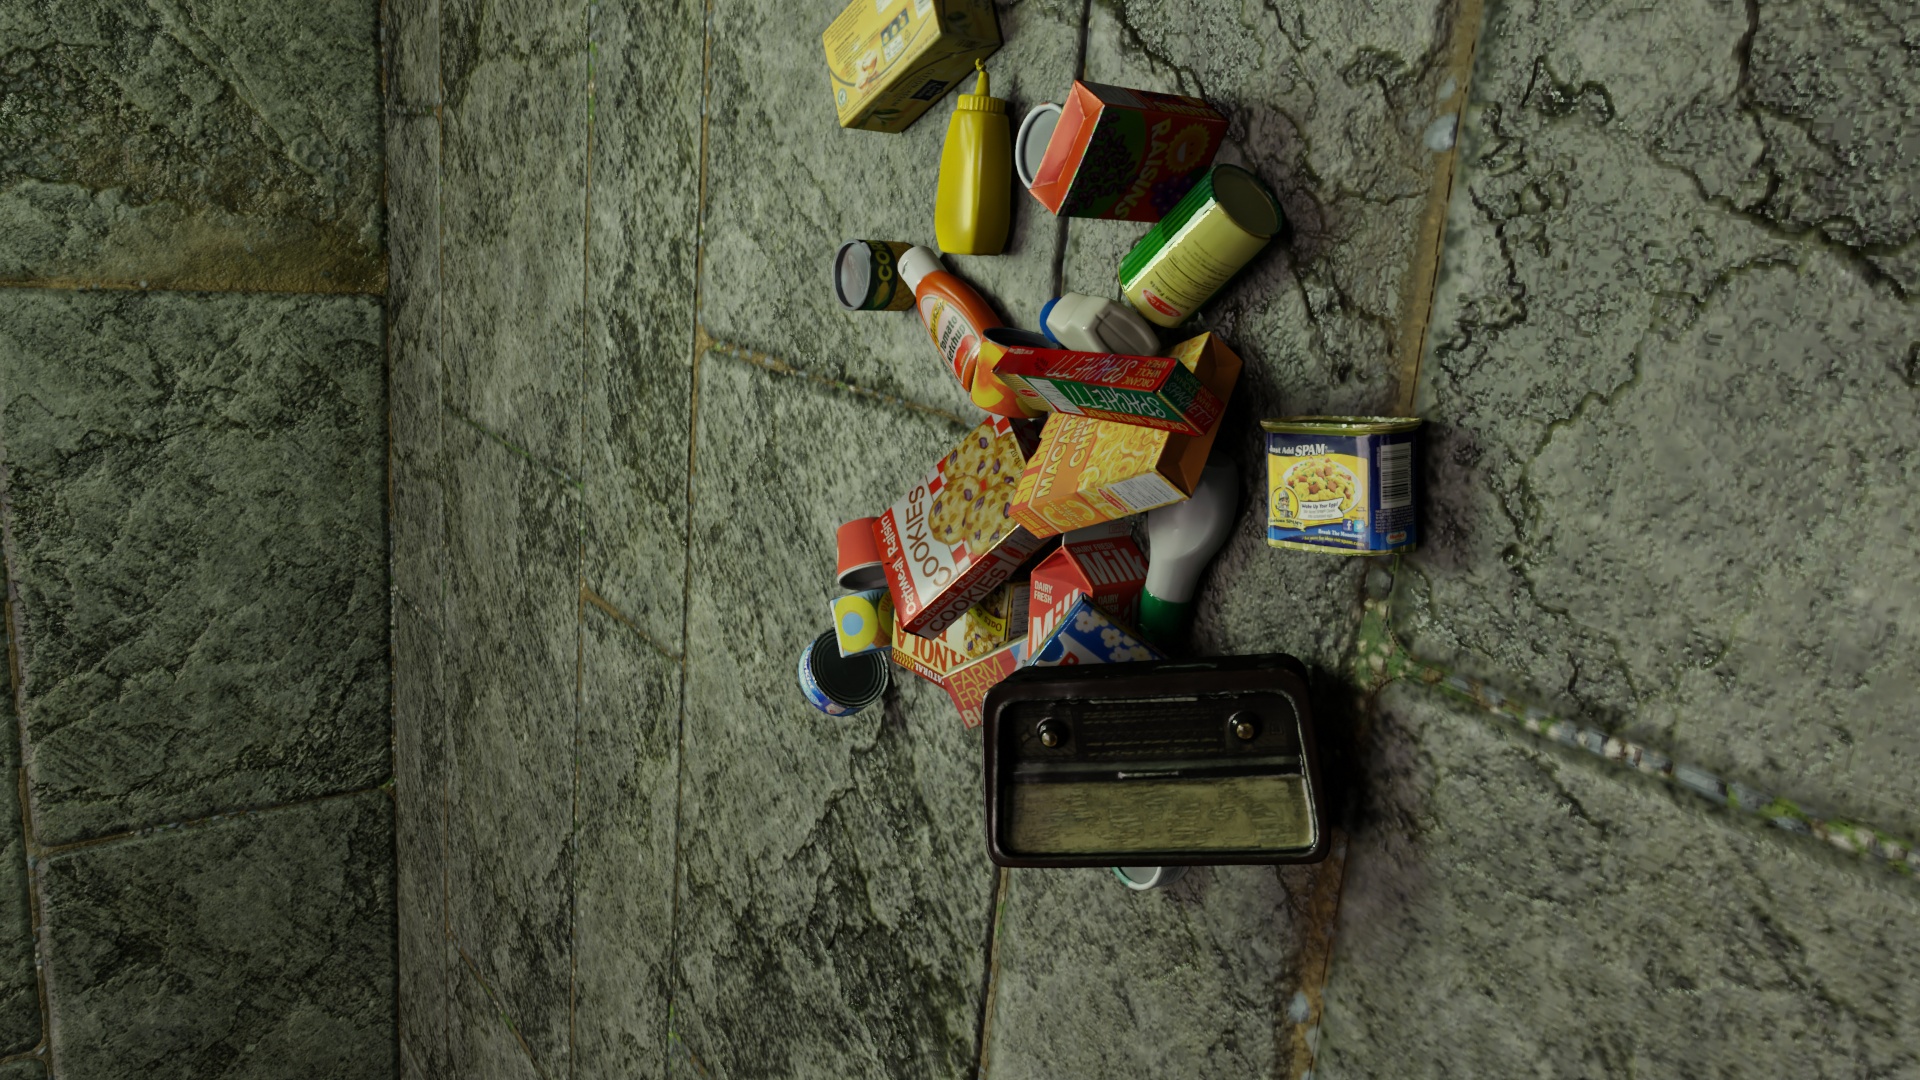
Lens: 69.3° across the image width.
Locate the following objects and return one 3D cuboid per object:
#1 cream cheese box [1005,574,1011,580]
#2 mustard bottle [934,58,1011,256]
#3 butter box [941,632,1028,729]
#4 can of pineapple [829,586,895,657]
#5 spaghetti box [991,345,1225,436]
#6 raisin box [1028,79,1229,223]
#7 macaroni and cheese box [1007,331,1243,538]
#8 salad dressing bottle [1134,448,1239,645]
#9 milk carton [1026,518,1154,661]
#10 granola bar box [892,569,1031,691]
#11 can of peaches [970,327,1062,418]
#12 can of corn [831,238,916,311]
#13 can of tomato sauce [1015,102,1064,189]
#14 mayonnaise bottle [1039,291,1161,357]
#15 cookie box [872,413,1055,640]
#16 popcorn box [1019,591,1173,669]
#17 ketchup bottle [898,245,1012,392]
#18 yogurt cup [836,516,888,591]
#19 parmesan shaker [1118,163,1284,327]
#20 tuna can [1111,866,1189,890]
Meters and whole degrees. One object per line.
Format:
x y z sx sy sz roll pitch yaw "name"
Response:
0.024 -0.015 1.188 0.053 0.024 0.104 -54 40 11 "cream cheese box"
0.015 -0.321 1.166 0.065 0.049 0.159 22 112 50 "mustard bottle"
0.040 0.114 1.160 0.103 0.024 0.053 -27 93 20 "butter box"
-0.088 0.079 1.345 0.071 0.071 0.058 -22 78 53 "can of pineapple"
0.097 -0.108 0.983 0.029 0.050 0.250 -54 24 -7 "spaghetti box"
0.118 -0.268 0.970 0.040 0.124 0.085 51 132 36 "raisin box"
0.117 -0.074 1.014 0.166 0.040 0.124 -16 42 53 "macaroni and cheese box"
0.161 0.005 1.017 0.064 0.044 0.147 33 122 39 "salad dressing bottle"
0.102 0.079 1.083 0.073 0.072 0.190 16 108 51 "milk carton"
0.002 0.074 1.244 0.166 0.039 0.123 22 112 50 "granola bar box"
0.046 -0.136 1.133 0.071 0.071 0.057 37 123 45 "can of peaches"
-0.077 -0.248 1.291 0.071 0.058 0.071 10 103 53 "can of corn"
0.092 -0.287 1.036 0.071 0.083 0.071 10 102 52 "can of tomato sauce"
0.097 -0.159 1.042 0.041 0.064 0.148 -51 20 3 "mayonnaise bottle"
0.004 -0.014 1.156 0.167 0.040 0.123 -41 44 23 "cookie box"
0.113 0.109 1.018 0.126 0.038 0.085 37 102 -4 "popcorn box"
-0.007 -0.199 1.216 0.149 0.044 0.064 58 141 32 "ketchup bottle"
-0.089 0.012 1.340 0.072 0.072 0.054 -37 58 49 "yogurt cup"
0.169 -0.202 0.964 0.102 0.071 0.071 -42 62 47 "parmesan shaker"
0.144 0.234 1.080 0.071 0.033 0.071 11 104 52 "tuna can"
